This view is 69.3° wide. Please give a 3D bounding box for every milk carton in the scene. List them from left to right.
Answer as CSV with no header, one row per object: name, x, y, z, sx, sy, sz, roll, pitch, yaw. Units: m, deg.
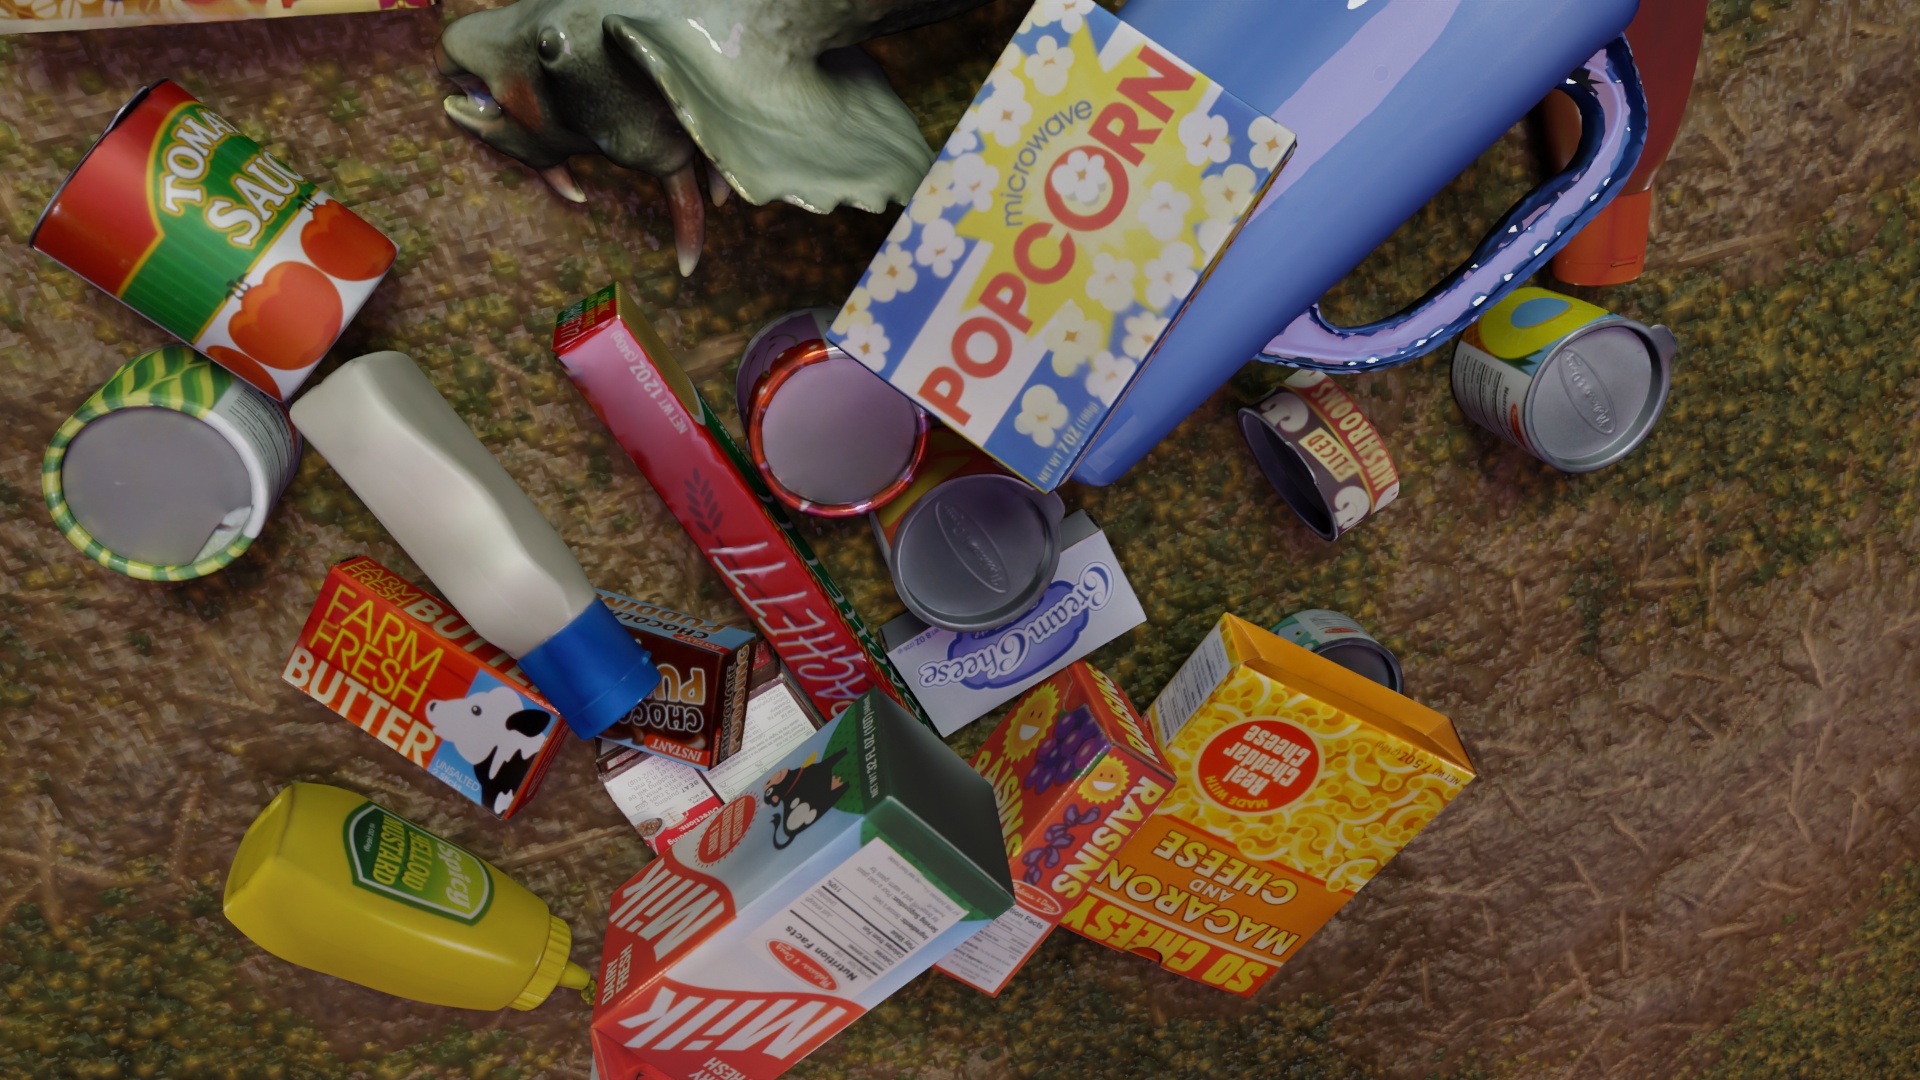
milk carton,-0.077,0.151,0.543,0.190,0.072,0.073,-39,116,12

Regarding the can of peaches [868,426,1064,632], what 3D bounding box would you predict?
can of peaches,0.002,-0.007,0.548,0.071,0.058,0.071,-5,114,-12

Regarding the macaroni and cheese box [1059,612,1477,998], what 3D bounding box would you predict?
macaroni and cheese box,0.123,0.124,0.618,0.124,0.040,0.165,25,119,-15

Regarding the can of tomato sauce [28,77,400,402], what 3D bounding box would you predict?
can of tomato sauce,-0.233,-0.095,0.442,0.083,0.071,0.071,37,100,-26

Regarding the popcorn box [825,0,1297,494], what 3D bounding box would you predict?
popcorn box,0.029,-0.089,0.417,0.085,0.038,0.126,36,104,6

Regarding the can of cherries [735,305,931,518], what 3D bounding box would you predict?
can of cherries,-0.049,-0.046,0.517,0.071,0.058,0.071,-6,114,-12

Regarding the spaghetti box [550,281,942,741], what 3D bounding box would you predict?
spaghetti box,-0.072,0.013,0.542,0.029,0.050,0.249,-32,117,2

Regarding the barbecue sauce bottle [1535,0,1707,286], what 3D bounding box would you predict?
barbecue sauce bottle,0.257,-0.177,0.548,0.065,0.044,0.147,-12,116,-9

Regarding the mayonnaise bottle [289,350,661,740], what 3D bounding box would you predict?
mayonnaise bottle,-0.165,0.003,0.485,0.041,0.065,0.148,-37,98,0

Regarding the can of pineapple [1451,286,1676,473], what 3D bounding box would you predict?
can of pineapple,0.253,-0.070,0.586,0.071,0.058,0.070,-6,115,-12

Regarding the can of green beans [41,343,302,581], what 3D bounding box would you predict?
can of green beans,-0.264,-0.027,0.469,0.071,0.058,0.071,-5,115,-12

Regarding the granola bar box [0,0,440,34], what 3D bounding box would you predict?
granola bar box,-0.230,-0.235,0.397,0.124,0.039,0.164,-9,115,-11

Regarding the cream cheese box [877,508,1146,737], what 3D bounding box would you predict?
cream cheese box,0.023,0.035,0.591,0.104,0.024,0.053,-31,119,0

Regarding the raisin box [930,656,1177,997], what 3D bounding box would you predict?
raisin box,0.029,0.118,0.594,0.040,0.086,0.123,34,101,-20

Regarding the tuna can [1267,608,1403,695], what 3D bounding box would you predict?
tuna can,0.164,0.069,0.638,0.071,0.033,0.070,-6,114,-12

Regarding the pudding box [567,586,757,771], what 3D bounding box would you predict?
pudding box,-0.123,0.052,0.532,0.084,0.030,0.049,14,105,17

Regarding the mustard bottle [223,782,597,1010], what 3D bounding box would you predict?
mustard bottle,-0.210,0.154,0.564,0.160,0.065,0.048,35,106,-31

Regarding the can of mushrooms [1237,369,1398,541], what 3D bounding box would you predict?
can of mushrooms,0.146,-0.035,0.566,0.033,0.071,0.071,-33,117,0

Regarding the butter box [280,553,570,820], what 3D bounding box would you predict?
butter box,-0.197,0.054,0.519,0.103,0.024,0.053,32,106,2
